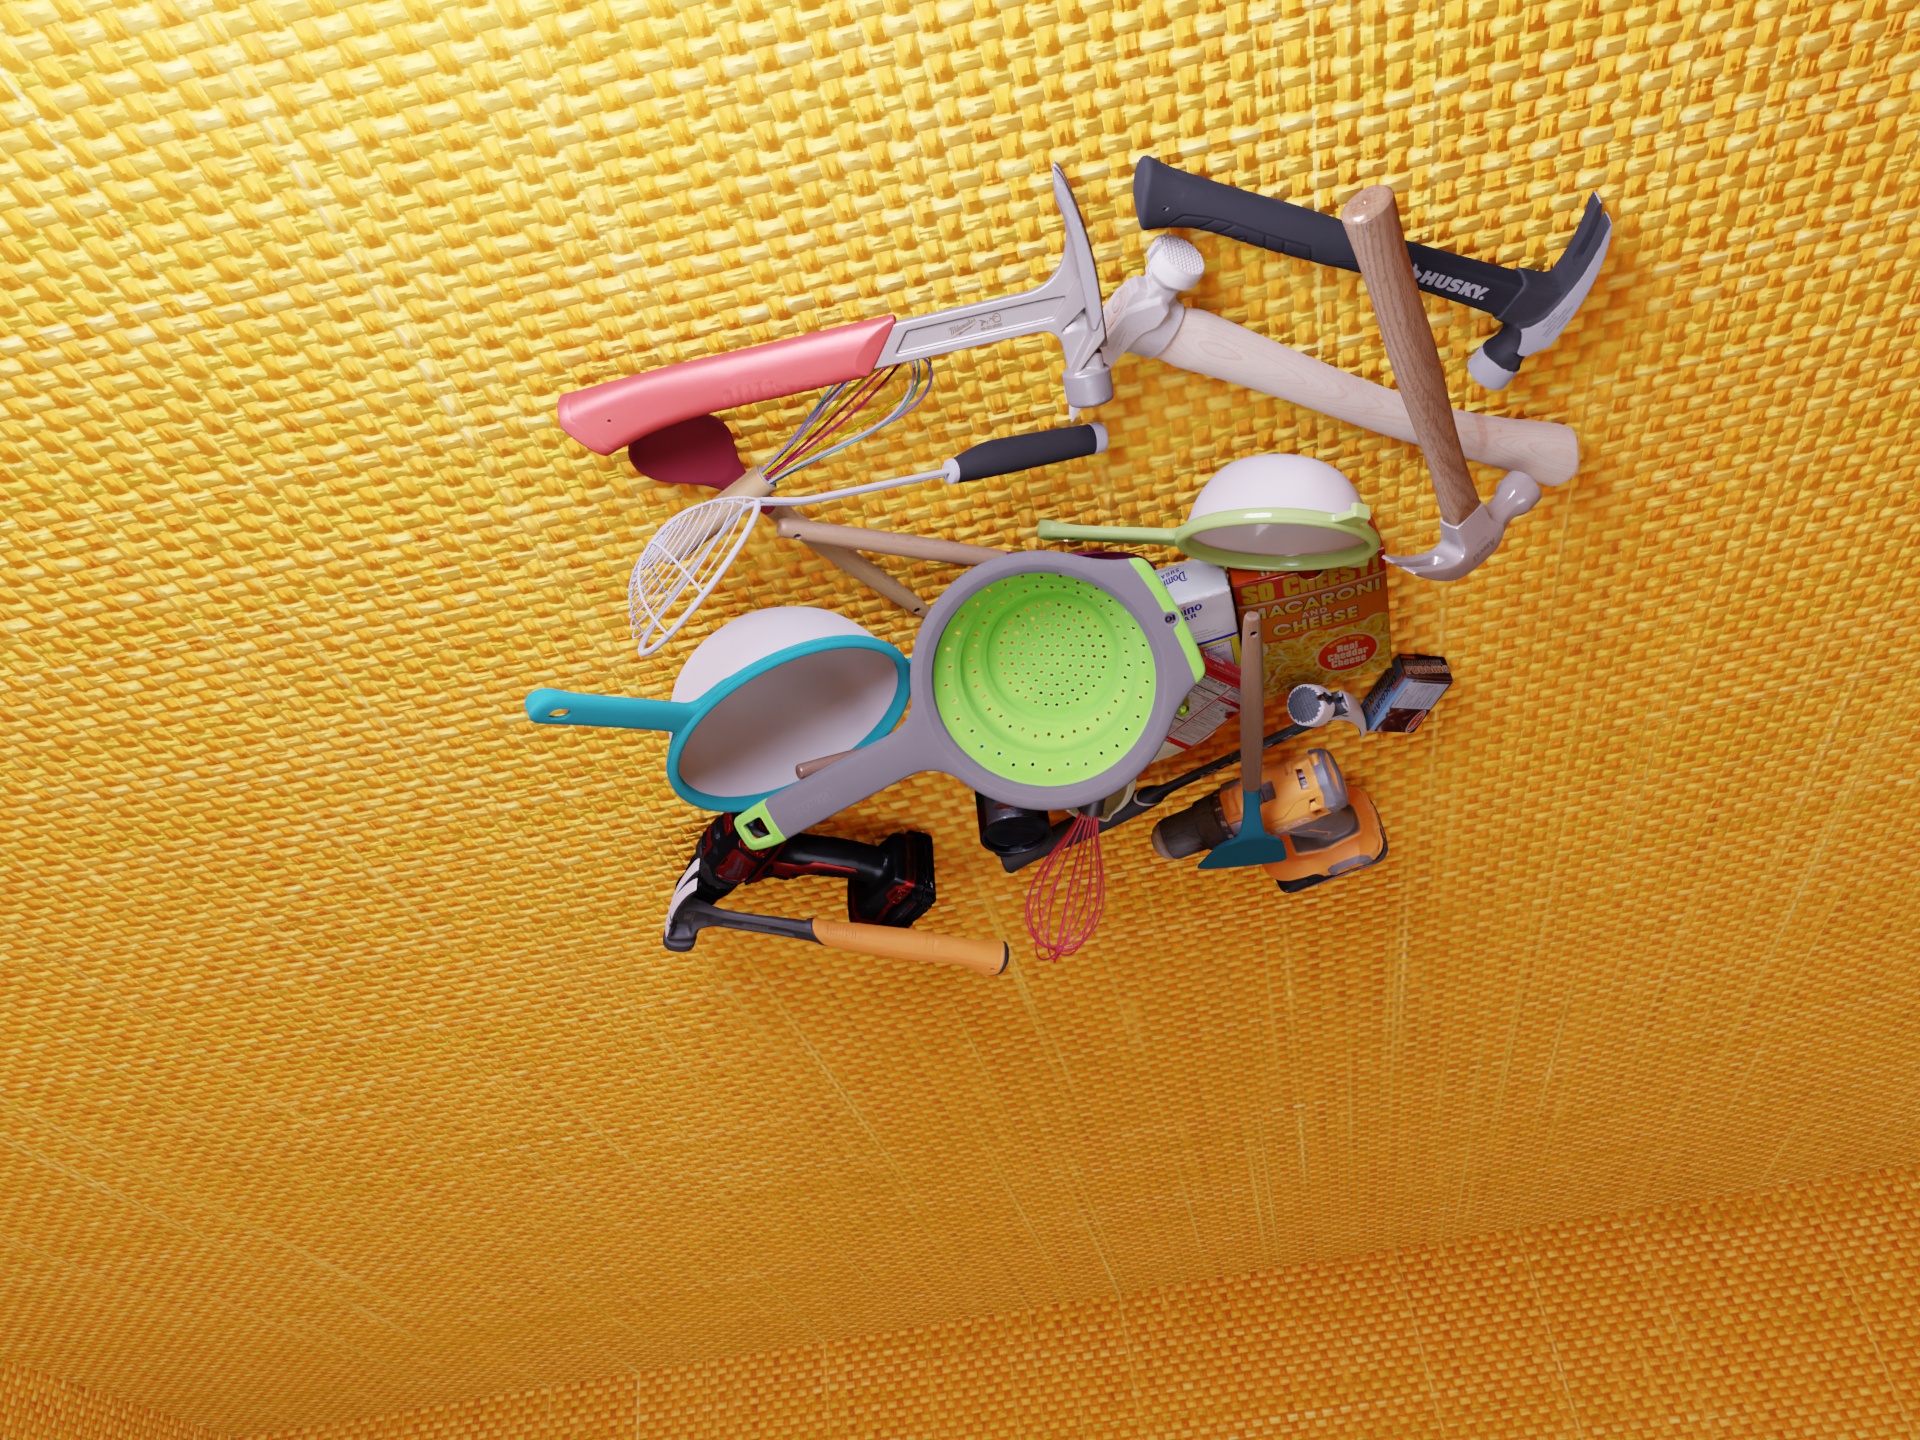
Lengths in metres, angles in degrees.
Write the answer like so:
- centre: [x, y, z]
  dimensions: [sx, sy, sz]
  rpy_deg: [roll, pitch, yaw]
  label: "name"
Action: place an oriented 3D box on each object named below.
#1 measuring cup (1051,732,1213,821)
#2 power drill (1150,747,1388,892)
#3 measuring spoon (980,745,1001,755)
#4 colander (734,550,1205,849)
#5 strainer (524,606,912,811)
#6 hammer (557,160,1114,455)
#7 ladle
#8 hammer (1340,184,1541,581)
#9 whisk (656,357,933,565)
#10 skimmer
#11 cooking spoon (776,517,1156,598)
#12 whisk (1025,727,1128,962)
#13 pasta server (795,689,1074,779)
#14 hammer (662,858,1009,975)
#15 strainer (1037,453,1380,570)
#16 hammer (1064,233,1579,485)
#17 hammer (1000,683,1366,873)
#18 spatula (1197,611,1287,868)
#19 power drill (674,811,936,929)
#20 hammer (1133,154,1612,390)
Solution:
- centre: [0.163, 0.035, 1.453]
  dimensions: [0.167, 0.083, 0.038]
  rpy_deg: [-26, 173, 22]
  label: "measuring cup"
- centre: [0.301, 0.105, 1.533]
  dimensions: [0.185, 0.084, 0.226]
  rpy_deg: [-24, 154, 22]
  label: "power drill"
- centre: [0.057, 0.021, 1.435]
  dimensions: [0.128, 0.021, 0.042]
  rpy_deg: [2, 168, 15]
  label: "measuring spoon"
- centre: [-0.002, -0.004, 1.264]
  dimensions: [0.397, 0.094, 0.204]
  rpy_deg: [-27, 101, 15]
  label: "colander"
- centre: [-0.196, -0.028, 1.235]
  dimensions: [0.340, 0.095, 0.211]
  rpy_deg: [4, 136, -46]
  label: "strainer"
- centre: [-0.088, -0.241, 1.017]
  dimensions: [0.359, 0.037, 0.149]
  rpy_deg: [-10, 116, 9]
  label: "hammer"
- centre: [-0.123, -0.148, 1.188]
  dimensions: [0.069, 0.031, 0.315]
  rpy_deg: [-35, 139, 22]
  label: "ladle"
- centre: [0.312, -0.216, 1.072]
  dimensions: [0.130, 0.031, 0.331]
  rpy_deg: [-45, 135, -8]
  label: "hammer"
- centre: [-0.120, -0.182, 1.097]
  dimensions: [0.245, 0.047, 0.051]
  rpy_deg: [-33, 102, 20]
  label: "whisk"
- centre: [-0.056, -0.131, 1.096]
  dimensions: [0.363, 0.090, 0.127]
  rpy_deg: [-16, -173, -19]
  label: "skimmer"
- centre: [0.010, -0.128, 1.228]
  dimensions: [0.318, 0.017, 0.068]
  rpy_deg: [5, 146, -26]
  label: "cooking spoon"
- centre: [0.112, 0.096, 1.428]
  dimensions: [0.073, 0.073, 0.295]
  rpy_deg: [4, 119, -16]
  label: "whisk"
- centre: [0.010, 0.015, 1.357]
  dimensions: [0.316, 0.040, 0.060]
  rpy_deg: [-13, 137, -25]
  label: "pasta server"
- centre: [-0.113, 0.204, 1.541]
  dimensions: [0.336, 0.034, 0.127]
  rpy_deg: [10, 141, -14]
  label: "hammer"
- centre: [0.186, -0.163, 1.200]
  dimensions: [0.256, 0.069, 0.151]
  rpy_deg: [4, 173, 15]
  label: "strainer"
- centre: [0.275, -0.225, 1.142]
  dimensions: [0.410, 0.038, 0.146]
  rpy_deg: [12, 142, -25]
  label: "hammer"
- centre: [0.198, 0.064, 1.511]
  dimensions: [0.409, 0.036, 0.149]
  rpy_deg: [-28, 161, 33]
  label: "hammer"
- centre: [0.244, 0.030, 1.351]
  dimensions: [0.082, 0.044, 0.317]
  rpy_deg: [-6, 131, 3]
  label: "spatula"
- centre: [-0.157, 0.154, 1.562]
  dimensions: [0.226, 0.080, 0.188]
  rpy_deg: [18, 137, -27]
  label: "power drill"
- centre: [0.262, -0.308, 1.027]
  dimensions: [0.334, 0.035, 0.146]
  rpy_deg: [9, 142, -21]
  label: "hammer"
